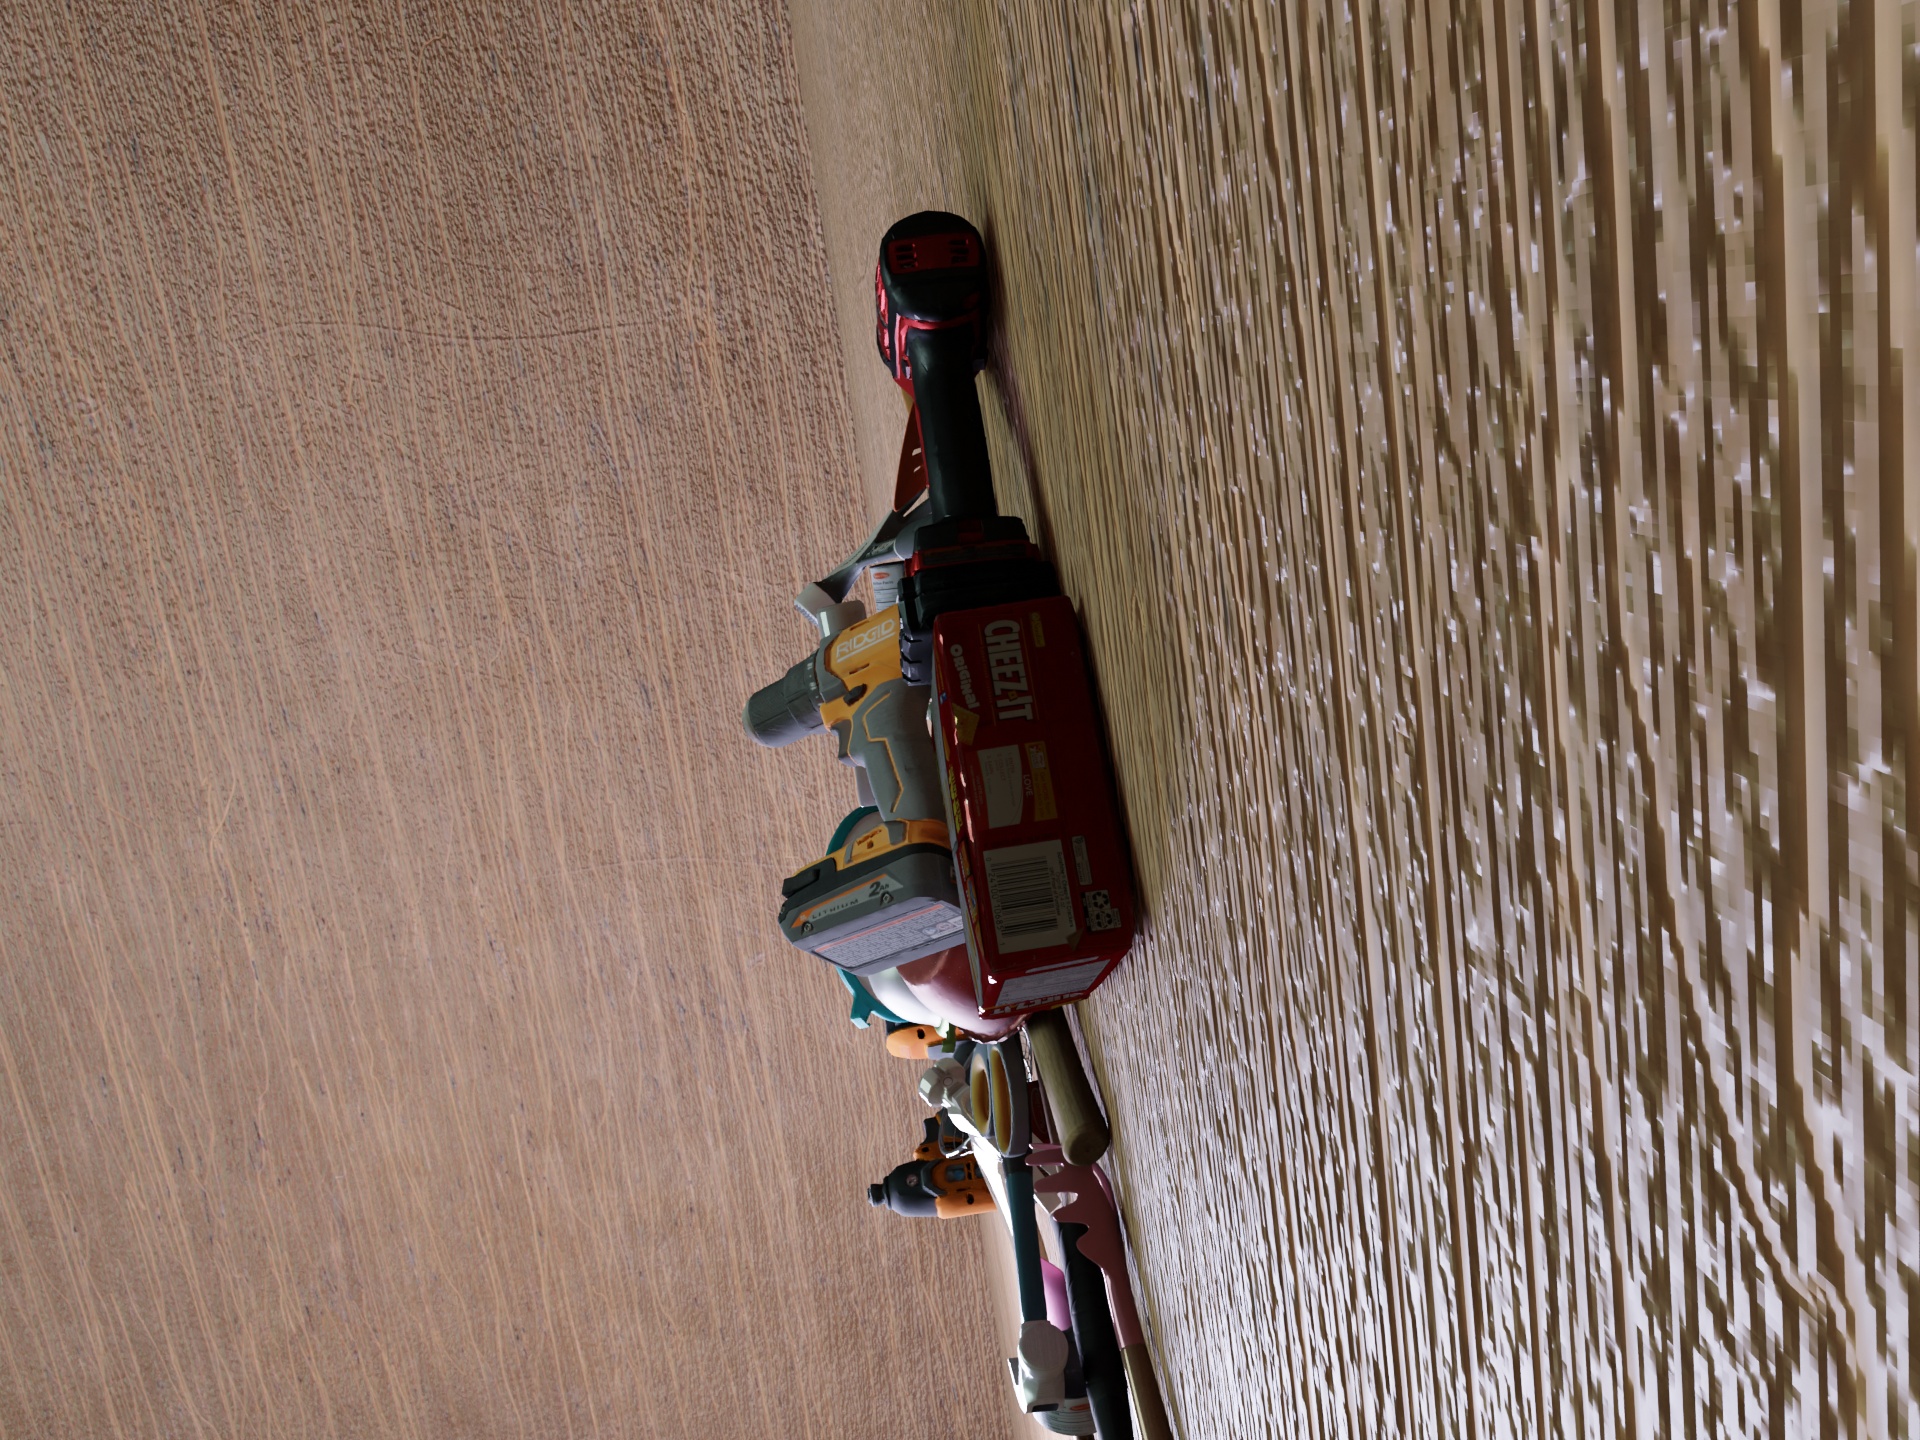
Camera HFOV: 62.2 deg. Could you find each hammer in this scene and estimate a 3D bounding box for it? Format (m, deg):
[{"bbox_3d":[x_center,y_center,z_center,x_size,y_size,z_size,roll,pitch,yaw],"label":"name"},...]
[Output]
[{"bbox_3d":[-0.046,-0.035,1.274,0.405,0.035,0.144,-47,-53,-79],"label":"hammer"},{"bbox_3d":[-0.037,-0.131,1.162,0.036,0.149,0.409,44,173,-11],"label":"hammer"},{"bbox_3d":[0.042,0.162,1.056,0.332,0.031,0.130,-109,21,-56],"label":"hammer"},{"bbox_3d":[0.058,0.431,1.314,0.146,0.038,0.410,37,154,36],"label":"hammer"},{"bbox_3d":[0.094,0.430,0.940,0.335,0.035,0.146,-101,-6,-54],"label":"hammer"},{"bbox_3d":[0.039,0.300,1.081,0.128,0.033,0.331,88,177,-47],"label":"hammer"}]

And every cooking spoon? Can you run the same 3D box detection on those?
[{"bbox_3d":[0.095,0.559,1.283,0.069,0.017,0.318,14,125,46],"label":"cooking spoon"}]

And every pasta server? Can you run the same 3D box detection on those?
[{"bbox_3d":[0.095,0.373,0.870,0.060,0.040,0.317,53,-163,-49],"label":"pasta server"}]

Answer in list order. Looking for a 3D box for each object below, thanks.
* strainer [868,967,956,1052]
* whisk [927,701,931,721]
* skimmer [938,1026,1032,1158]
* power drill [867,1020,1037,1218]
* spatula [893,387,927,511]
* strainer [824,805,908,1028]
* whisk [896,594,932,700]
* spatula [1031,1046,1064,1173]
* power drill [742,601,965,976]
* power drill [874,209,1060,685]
[{"bbox_3d":[-0.049,0.171,1.302,0.256,0.069,0.151,-164,73,-80],"label":"strainer"},{"bbox_3d":[-0.023,-0.011,1.560,0.246,0.059,0.058,-130,58,-74],"label":"whisk"},{"bbox_3d":[0.001,0.196,1.302,0.127,0.090,0.363,-81,-16,-63],"label":"skimmer"},{"bbox_3d":[-0.019,0.377,1.569,0.084,0.164,0.227,83,177,-55],"label":"power drill"},{"bbox_3d":[-0.039,-0.242,1.271,0.323,0.041,0.081,-106,25,-67],"label":"spatula"},{"bbox_3d":[-0.043,0.112,1.509,0.211,0.095,0.340,-5,-96,-57],"label":"strainer"},{"bbox_3d":[-0.002,-0.003,1.231,0.284,0.070,0.070,78,179,-46],"label":"whisk"},{"bbox_3d":[0.049,0.175,1.164,0.059,0.018,0.316,85,175,-64],"label":"spatula"},{"bbox_3d":[-0.064,0.039,0.989,0.084,0.185,0.226,34,-137,-44],"label":"power drill"},{"bbox_3d":[-0.005,-0.137,0.835,0.143,0.078,0.220,98,165,-76],"label":"power drill"}]
